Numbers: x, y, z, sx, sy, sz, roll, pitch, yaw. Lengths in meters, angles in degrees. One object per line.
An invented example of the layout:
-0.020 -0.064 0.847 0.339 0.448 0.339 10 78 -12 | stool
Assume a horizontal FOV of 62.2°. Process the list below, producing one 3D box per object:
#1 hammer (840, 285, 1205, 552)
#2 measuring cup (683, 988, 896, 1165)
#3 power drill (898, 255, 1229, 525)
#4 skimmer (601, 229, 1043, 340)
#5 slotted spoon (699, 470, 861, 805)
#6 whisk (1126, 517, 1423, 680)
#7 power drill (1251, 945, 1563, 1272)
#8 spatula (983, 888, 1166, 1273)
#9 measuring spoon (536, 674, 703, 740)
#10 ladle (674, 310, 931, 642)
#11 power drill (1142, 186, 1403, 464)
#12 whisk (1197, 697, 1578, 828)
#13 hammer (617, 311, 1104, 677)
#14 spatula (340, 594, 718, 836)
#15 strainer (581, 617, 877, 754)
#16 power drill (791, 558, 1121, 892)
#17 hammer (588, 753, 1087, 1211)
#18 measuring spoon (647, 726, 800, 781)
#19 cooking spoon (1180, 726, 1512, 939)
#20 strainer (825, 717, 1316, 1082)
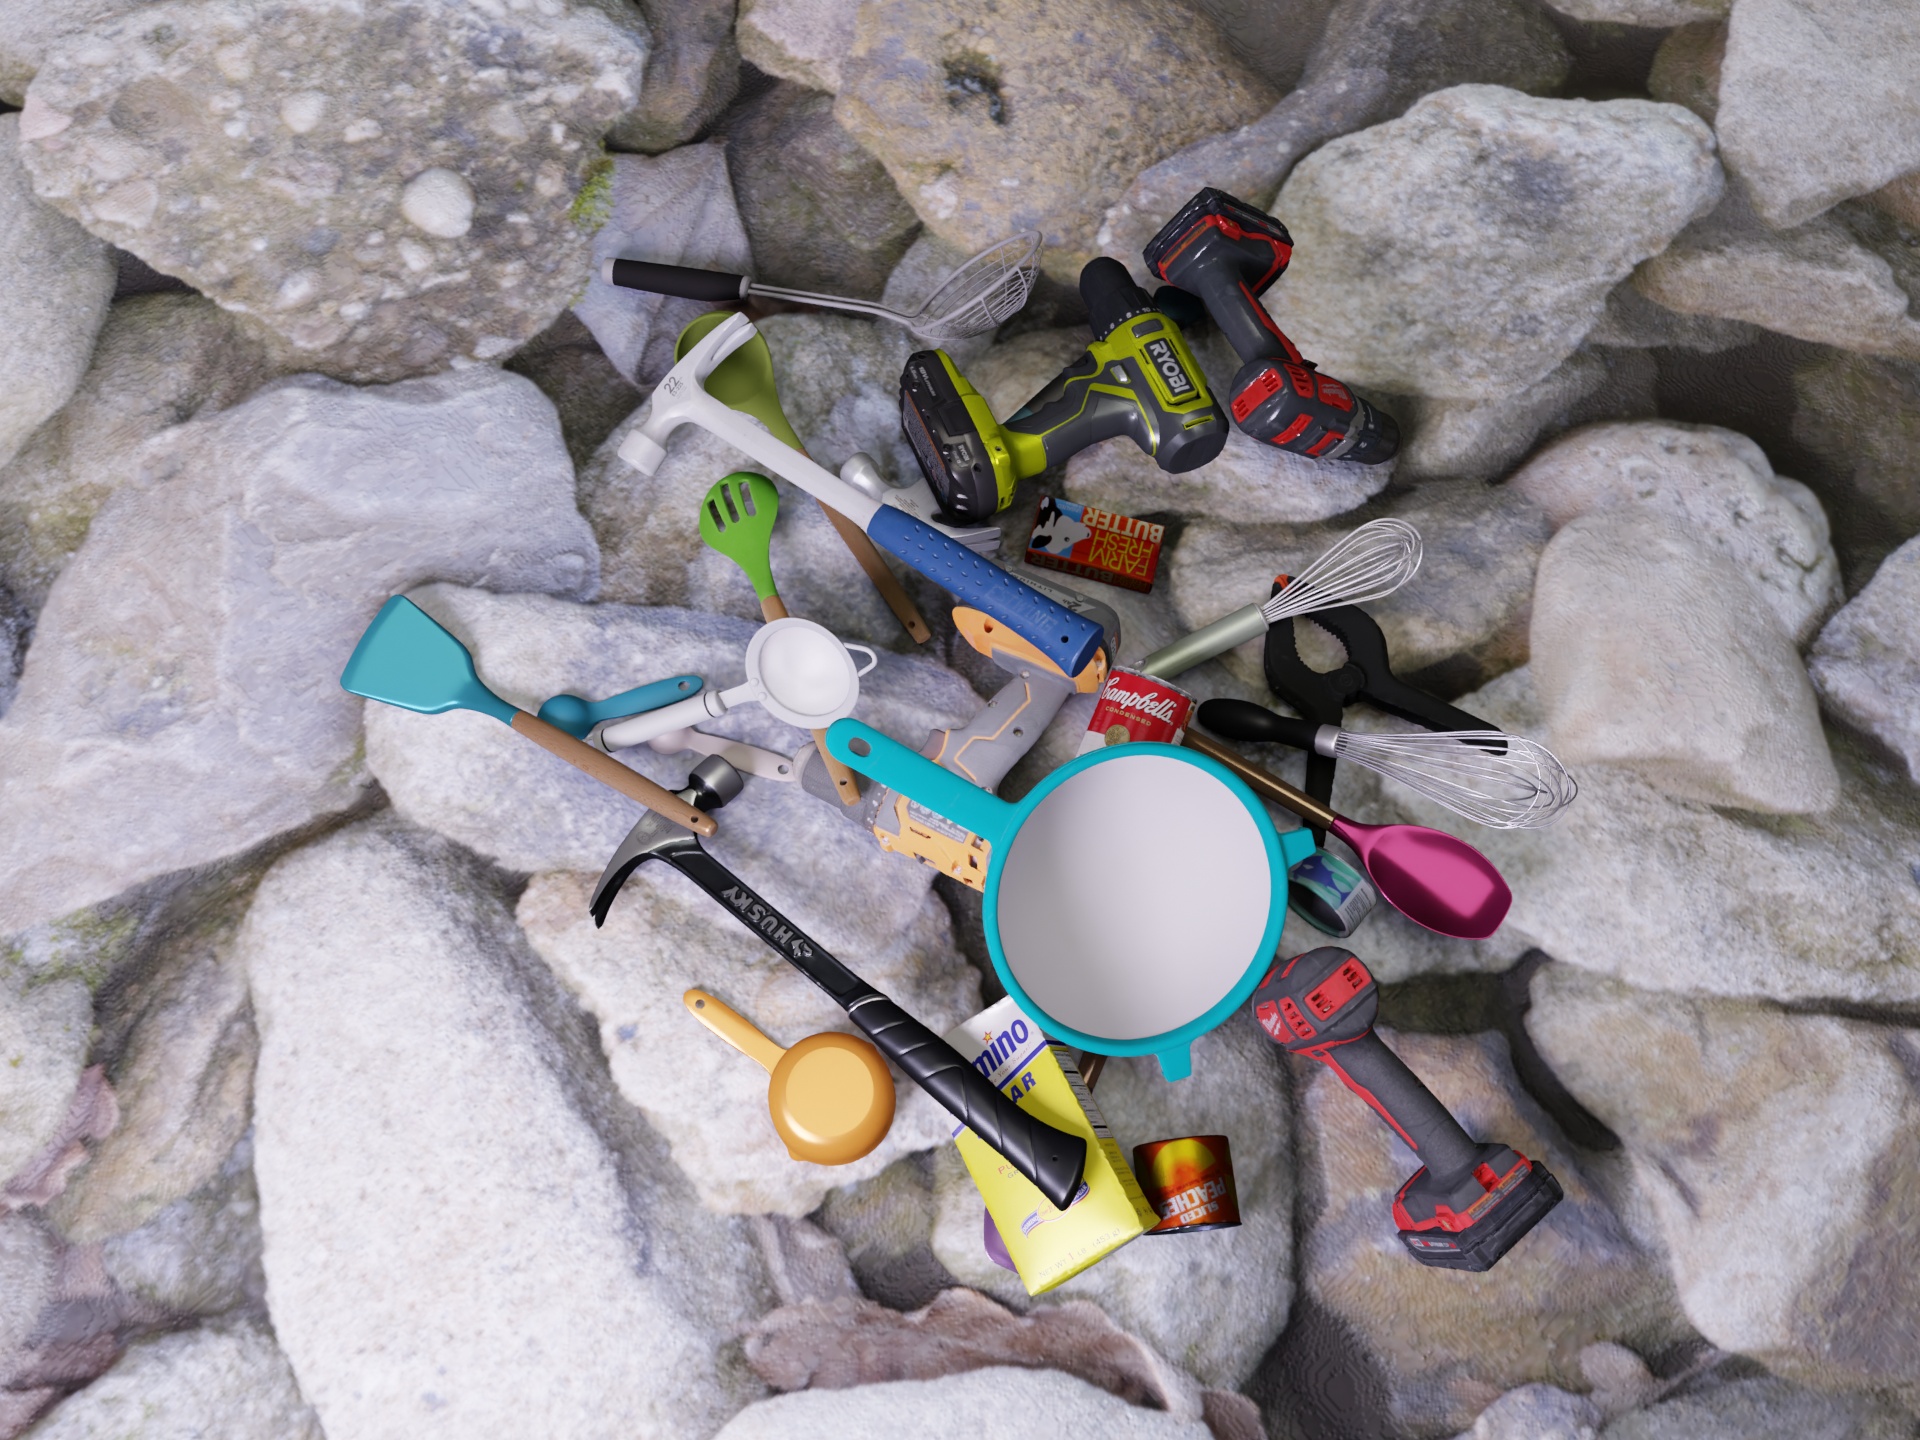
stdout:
0.068 -0.253 1.291 0.331 0.033 0.128 -40 75 -15 | hammer
-0.122 0.233 1.089 0.173 0.052 0.095 34 72 8 | measuring cup
0.072 -0.259 1.236 0.228 0.080 0.191 -20 70 -12 | power drill
-0.116 -0.374 1.301 0.363 0.090 0.127 9 37 4 | skimmer
-0.132 -0.070 1.188 0.070 0.031 0.314 -28 62 7 | slotted spoon
0.234 -0.081 1.199 0.246 0.058 0.059 -27 113 8 | whisk
0.280 0.251 1.057 0.078 0.143 0.220 -36 81 -15 | power drill
0.093 0.231 1.116 0.060 0.018 0.316 23 71 9 | spatula
-0.257 -0.015 1.194 0.128 0.021 0.042 -17 71 -6 | measuring spoon
-0.121 -0.190 1.250 0.078 0.062 0.320 -40 76 23 | ladle
0.257 -0.300 1.266 0.187 0.080 0.227 6 54 -44 | power drill
0.294 0.021 1.130 0.285 0.070 0.070 15 66 37 | whisk
-0.067 -0.159 1.171 0.406 0.035 0.144 34 90 19 | hammer
-0.308 0.009 1.156 0.318 0.044 0.082 26 81 20 | spatula
-0.169 -0.017 1.146 0.258 0.050 0.086 -18 110 19 | strainer
-0.002 -0.004 1.171 0.185 0.084 0.226 24 75 16 | power drill
-0.080 0.185 1.072 0.409 0.036 0.149 36 65 23 | hammer
-0.177 0.020 1.187 0.124 0.018 0.034 18 70 4 | measuring spoon
0.249 0.061 1.160 0.319 0.017 0.069 31 78 19 | cooking spoon
0.054 0.083 1.070 0.340 0.095 0.211 29 90 -13 | strainer
